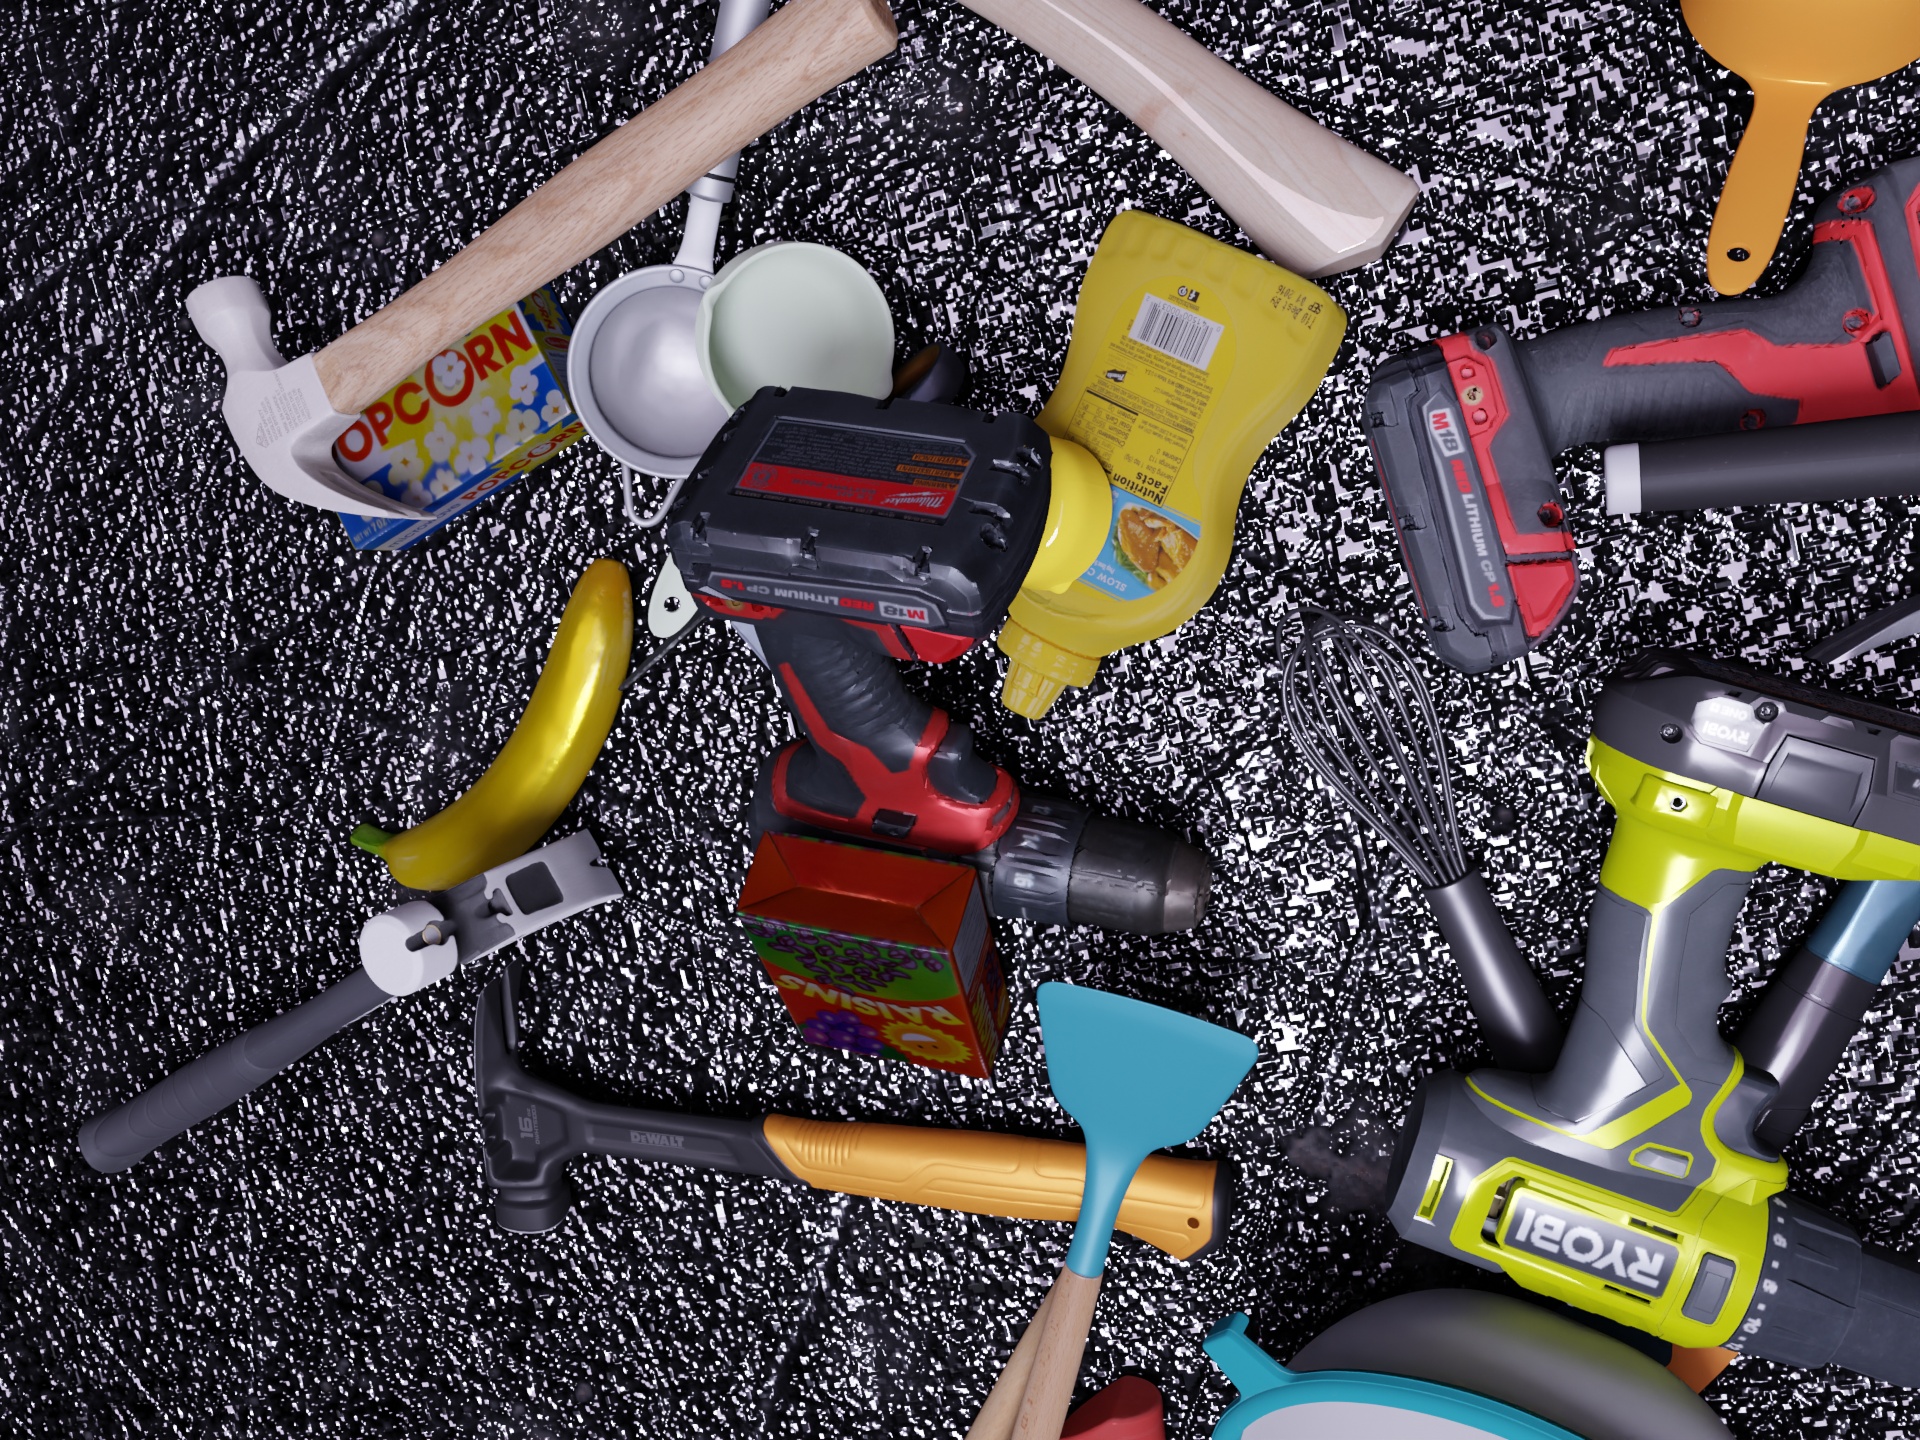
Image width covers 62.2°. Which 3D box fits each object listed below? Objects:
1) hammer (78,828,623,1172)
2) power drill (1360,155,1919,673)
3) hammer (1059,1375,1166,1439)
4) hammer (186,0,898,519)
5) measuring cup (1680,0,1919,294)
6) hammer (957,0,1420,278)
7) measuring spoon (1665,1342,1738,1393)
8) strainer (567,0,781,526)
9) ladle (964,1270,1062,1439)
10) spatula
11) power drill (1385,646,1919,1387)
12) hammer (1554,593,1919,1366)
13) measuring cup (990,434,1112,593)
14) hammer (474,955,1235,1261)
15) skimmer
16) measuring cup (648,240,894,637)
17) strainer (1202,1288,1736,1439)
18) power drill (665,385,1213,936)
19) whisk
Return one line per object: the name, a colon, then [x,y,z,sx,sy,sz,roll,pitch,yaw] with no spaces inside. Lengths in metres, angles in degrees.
hammer: [-0.295,0.138,0.723,0.335,0.146,0.035,-30,88,28]
power drill: [0.261,-0.095,0.548,0.219,0.078,0.143,-17,92,14]
hammer: [0.092,0.461,0.683,0.149,0.036,0.359,-3,97,16]
hammer: [-0.166,-0.185,0.623,0.331,0.031,0.130,-26,87,22]
measuring cup: [0.268,-0.220,0.504,0.095,0.052,0.174,17,74,21]
hammer: [0.001,-0.308,0.614,0.411,0.038,0.146,36,103,8]
measuring spoon: [0.281,0.255,0.617,0.021,0.011,0.117,35,105,9]
strainer: [-0.100,-0.206,0.637,0.087,0.050,0.258,12,109,-10]
ladle: [-0.020,0.377,0.695,0.078,0.062,0.320,27,101,4]
spatula: [0.040,0.245,0.633,0.082,0.044,0.317,15,107,8]
power drill: [0.268,0.106,0.535,0.190,0.080,0.228,17,104,12]
hammer: [0.314,0.101,0.577,0.128,0.033,0.331,28,103,10]
measuring cup: [-0.016,-0.065,0.607,0.156,0.029,0.062,-17,78,31]
hammer: [-0.052,0.180,0.684,0.337,0.034,0.127,4,108,14]
skimmer: [0.388,-0.088,0.476,0.363,0.090,0.127,-3,95,21]
measuring cup: [-0.088,-0.112,0.637,0.083,0.038,0.167,22,103,-27]
strainer: [0.260,0.284,0.550,0.340,0.095,0.210,5,126,31]
power drill: [-0.001,-0.002,0.580,0.188,0.080,0.226,11,141,16]
whisk: [0.183,0.062,0.605,0.055,0.055,0.239,-26,94,17]
